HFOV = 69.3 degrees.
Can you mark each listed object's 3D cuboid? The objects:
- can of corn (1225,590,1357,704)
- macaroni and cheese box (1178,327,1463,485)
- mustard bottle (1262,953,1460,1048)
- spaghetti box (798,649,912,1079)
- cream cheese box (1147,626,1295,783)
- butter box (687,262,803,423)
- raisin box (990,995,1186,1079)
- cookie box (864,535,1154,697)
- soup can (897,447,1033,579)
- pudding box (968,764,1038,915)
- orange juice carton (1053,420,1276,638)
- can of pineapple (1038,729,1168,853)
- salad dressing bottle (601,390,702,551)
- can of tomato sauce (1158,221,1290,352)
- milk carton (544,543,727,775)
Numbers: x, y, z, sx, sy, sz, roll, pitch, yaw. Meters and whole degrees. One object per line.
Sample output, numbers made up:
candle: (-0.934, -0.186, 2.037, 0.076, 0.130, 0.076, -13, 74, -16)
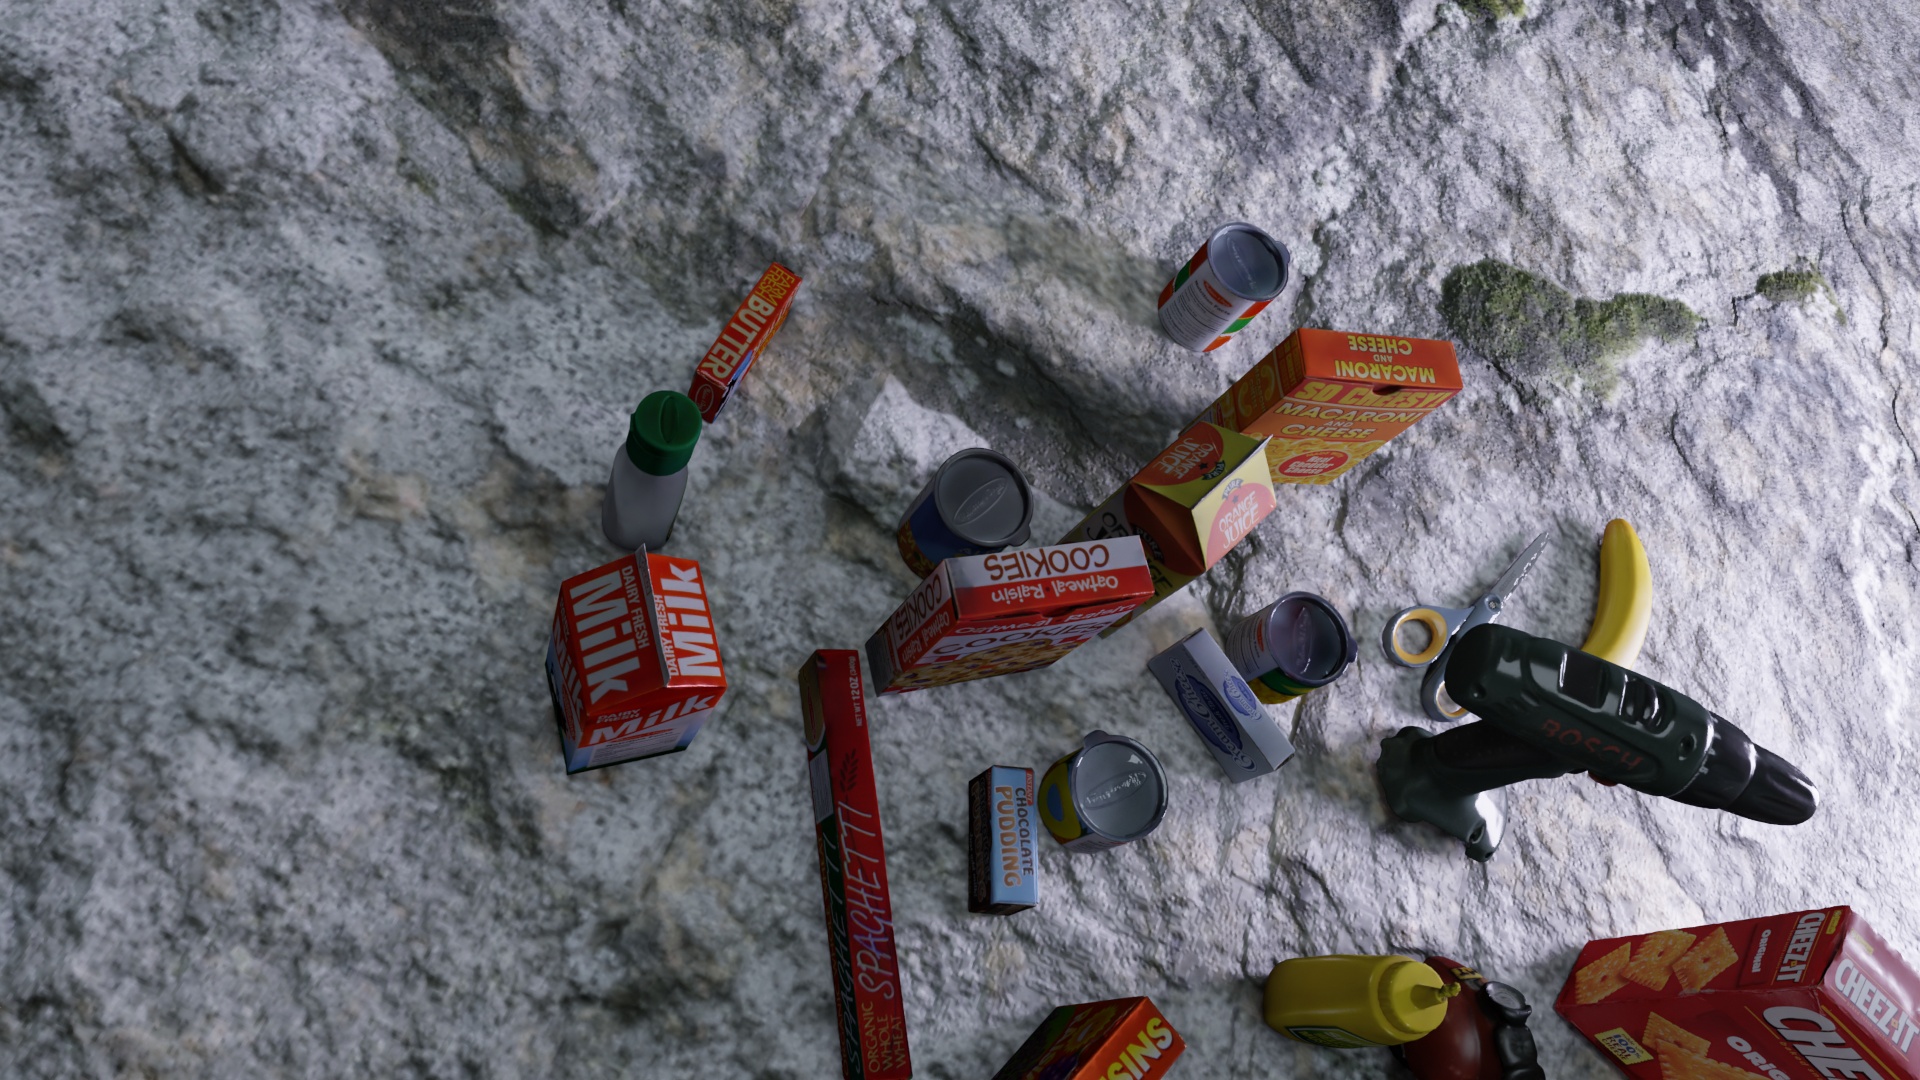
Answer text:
can of corn: (0.228, 0.076, 0.959, 0.071, 0.058, 0.071, 7, 68, -17)
macaroni and cheese box: (0.247, -0.088, 0.970, 0.124, 0.165, 0.040, 2, 70, -19)
mustard bottle: (0.243, 0.274, 0.829, 0.065, 0.159, 0.049, 21, 64, -11)
spaghetti box: (-0.064, 0.189, 0.814, 0.029, 0.050, 0.250, -2, 70, -21)
cream cheese box: (0.173, 0.111, 0.929, 0.024, 0.053, 0.104, -33, 83, -27)
butter box: (-0.142, -0.130, 0.910, 0.024, 0.053, 0.104, 32, 62, -6)
raisin box: (0.062, 0.299, 0.774, 0.086, 0.123, 0.040, -39, 86, -28)
cookie box: (0.025, 0.048, 0.835, 0.123, 0.166, 0.040, -7, 73, -22)
soup can: (0.003, -0.011, 0.898, 0.071, 0.083, 0.071, 7, 68, -17)
pudding box: (0.026, 0.184, 0.849, 0.030, 0.049, 0.084, 7, 67, -17)
orange juice carton: (0.129, -0.010, 0.882, 0.072, 0.192, 0.073, -38, 86, -28)
can of pineapple: (0.089, 0.159, 0.876, 0.071, 0.057, 0.071, 7, 68, -17)
salad dressing bottle: (-0.180, -0.039, 0.807, 0.044, 0.147, 0.064, 6, 68, -18)
can of tomato sauce: (0.196, -0.189, 1.039, 0.071, 0.082, 0.071, 7, 68, -17)
milk carton: (-0.175, 0.066, 0.743, 0.073, 0.189, 0.072, -9, 73, -23)
